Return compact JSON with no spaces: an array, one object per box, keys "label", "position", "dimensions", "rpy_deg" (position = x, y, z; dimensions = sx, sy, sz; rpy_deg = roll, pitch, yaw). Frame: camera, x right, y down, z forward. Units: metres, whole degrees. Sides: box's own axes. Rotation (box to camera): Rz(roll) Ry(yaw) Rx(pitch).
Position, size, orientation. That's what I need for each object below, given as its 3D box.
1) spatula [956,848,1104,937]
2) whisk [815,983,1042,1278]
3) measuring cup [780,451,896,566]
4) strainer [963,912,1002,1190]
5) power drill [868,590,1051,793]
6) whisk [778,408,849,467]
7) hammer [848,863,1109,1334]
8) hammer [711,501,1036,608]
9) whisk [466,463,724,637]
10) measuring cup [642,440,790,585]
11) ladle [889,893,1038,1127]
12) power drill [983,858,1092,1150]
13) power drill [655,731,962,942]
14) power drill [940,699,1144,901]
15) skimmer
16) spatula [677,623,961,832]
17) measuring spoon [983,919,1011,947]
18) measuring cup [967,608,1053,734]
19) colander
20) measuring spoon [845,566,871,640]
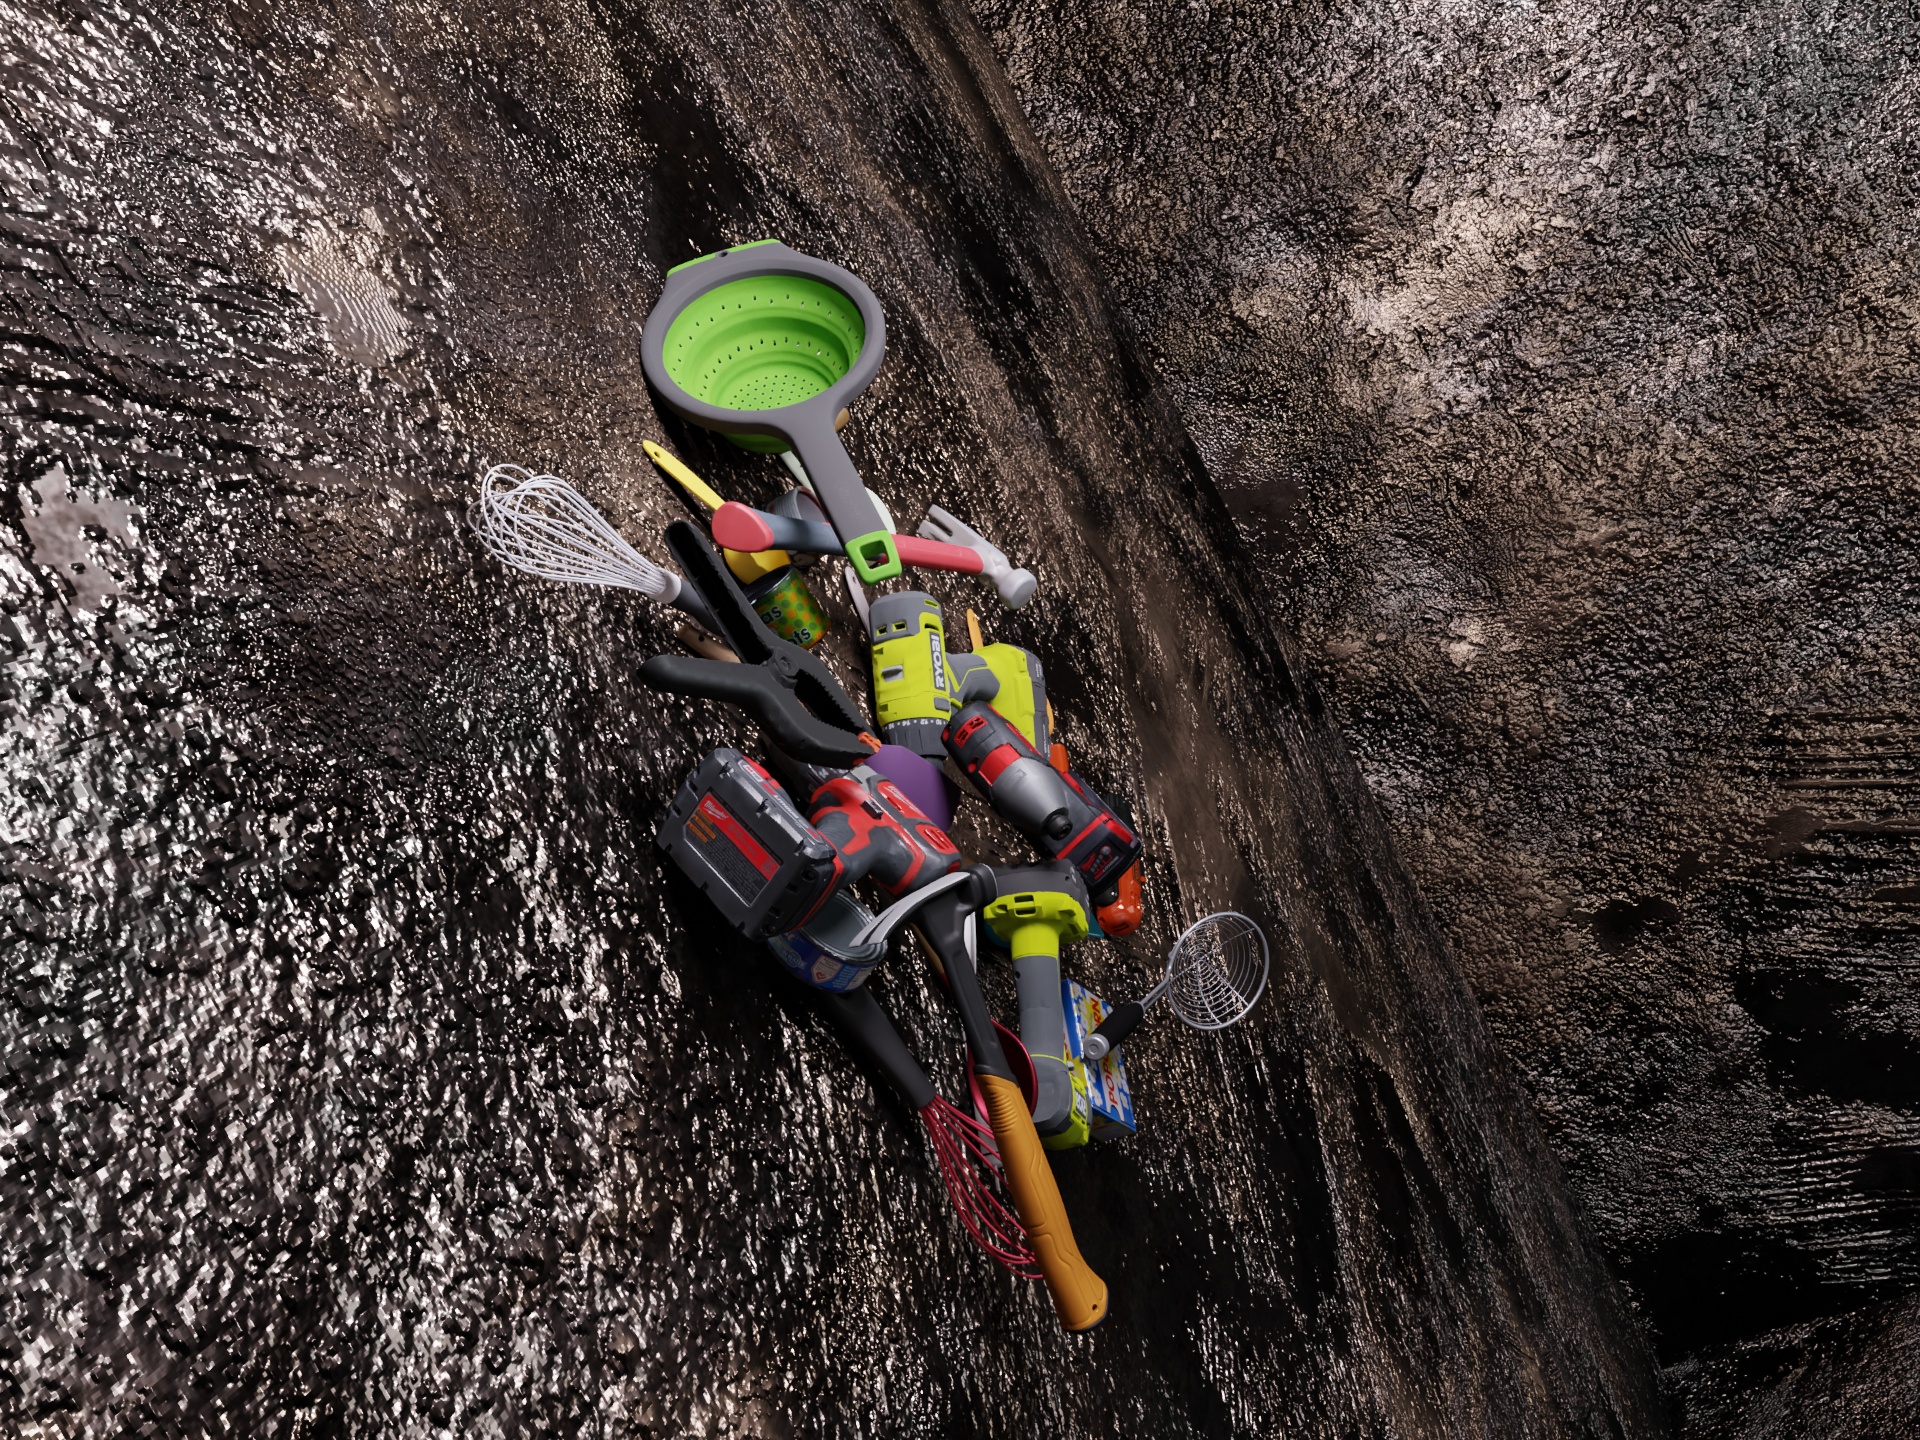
[{"label":"spatula","position":[0.017,0.127,1.420],"dimensions":[0.317,0.044,0.082],"rpy_deg":[37,13,-44]},{"label":"whisk","position":[-0.015,0.291,1.163],"dimensions":[0.295,0.073,0.073],"rpy_deg":[53,24,-10]},{"label":"measuring cup","position":[-0.117,-0.216,1.497],"dimensions":[0.167,0.038,0.083],"rpy_deg":[49,27,-34]},{"label":"strainer","position":[0.009,0.246,1.278],"dimensions":[0.086,0.050,0.259],"rpy_deg":[101,-18,-66]},{"label":"power drill","position":[-0.002,-0.005,1.464],"dimensions":[0.228,0.080,0.191],"rpy_deg":[15,67,-59]},{"label":"whisk","position":[-0.128,-0.272,1.494],"dimensions":[0.051,0.047,0.245],"rpy_deg":[37,17,-7]},{"label":"hammer","position":[0.028,0.277,1.119],"dimensions":[0.127,0.034,0.337],"rpy_deg":[-24,95,-46]},{"label":"hammer","position":[-0.085,-0.160,1.388],"dimensions":[0.143,0.038,0.386],"rpy_deg":[40,21,27]},{"label":"whisk","position":[-0.228,-0.105,1.102],"dimensions":[0.284,0.070,0.070],"rpy_deg":[26,43,-58]},{"label":"measuring cup","position":[-0.203,-0.166,1.288],"dimensions":[0.156,0.029,0.062],"rpy_deg":[42,29,-19]},{"label":"ladle","position":[-0.025,0.175,1.240],"dimensions":[0.031,0.069,0.316],"rpy_deg":[-8,61,-52]},{"label":"power drill","position":[0.071,0.242,1.328],"dimensions":[0.171,0.080,0.223],"rpy_deg":[58,27,-63]},{"label":"power drill","position":[-0.113,0.064,1.124],"dimensions":[0.188,0.080,0.226],"rpy_deg":[43,18,19]},{"label":"power drill","position":[0.075,0.075,1.384],"dimensions":[0.143,0.078,0.219],"rpy_deg":[47,2,33]},{"label":"skimmer","position":[0.215,0.272,1.536],"dimensions":[0.363,0.090,0.127],"rpy_deg":[-13,110,-66]},{"label":"spatula","position":[-0.106,0.009,1.273],"dimensions":[0.315,0.018,0.060],"rpy_deg":[37,62,-37]},{"label":"measuring spoon","position":[0.050,0.211,1.445],"dimensions":[0.042,0.021,0.128],"rpy_deg":[-91,156,-45]},{"label":"measuring cup","position":[0.049,-0.049,1.660],"dimensions":[0.095,0.052,0.174],"rpy_deg":[23,48,-58]},{"label":"colander","position":[-0.131,-0.235,1.313],"dimensions":[0.094,0.204,0.398],"rpy_deg":[86,-19,-55]},{"label":"measuring spoon","position":[-0.077,-0.088,1.472],"dimensions":[0.124,0.018,0.034],"rpy_deg":[67,23,2]}]
